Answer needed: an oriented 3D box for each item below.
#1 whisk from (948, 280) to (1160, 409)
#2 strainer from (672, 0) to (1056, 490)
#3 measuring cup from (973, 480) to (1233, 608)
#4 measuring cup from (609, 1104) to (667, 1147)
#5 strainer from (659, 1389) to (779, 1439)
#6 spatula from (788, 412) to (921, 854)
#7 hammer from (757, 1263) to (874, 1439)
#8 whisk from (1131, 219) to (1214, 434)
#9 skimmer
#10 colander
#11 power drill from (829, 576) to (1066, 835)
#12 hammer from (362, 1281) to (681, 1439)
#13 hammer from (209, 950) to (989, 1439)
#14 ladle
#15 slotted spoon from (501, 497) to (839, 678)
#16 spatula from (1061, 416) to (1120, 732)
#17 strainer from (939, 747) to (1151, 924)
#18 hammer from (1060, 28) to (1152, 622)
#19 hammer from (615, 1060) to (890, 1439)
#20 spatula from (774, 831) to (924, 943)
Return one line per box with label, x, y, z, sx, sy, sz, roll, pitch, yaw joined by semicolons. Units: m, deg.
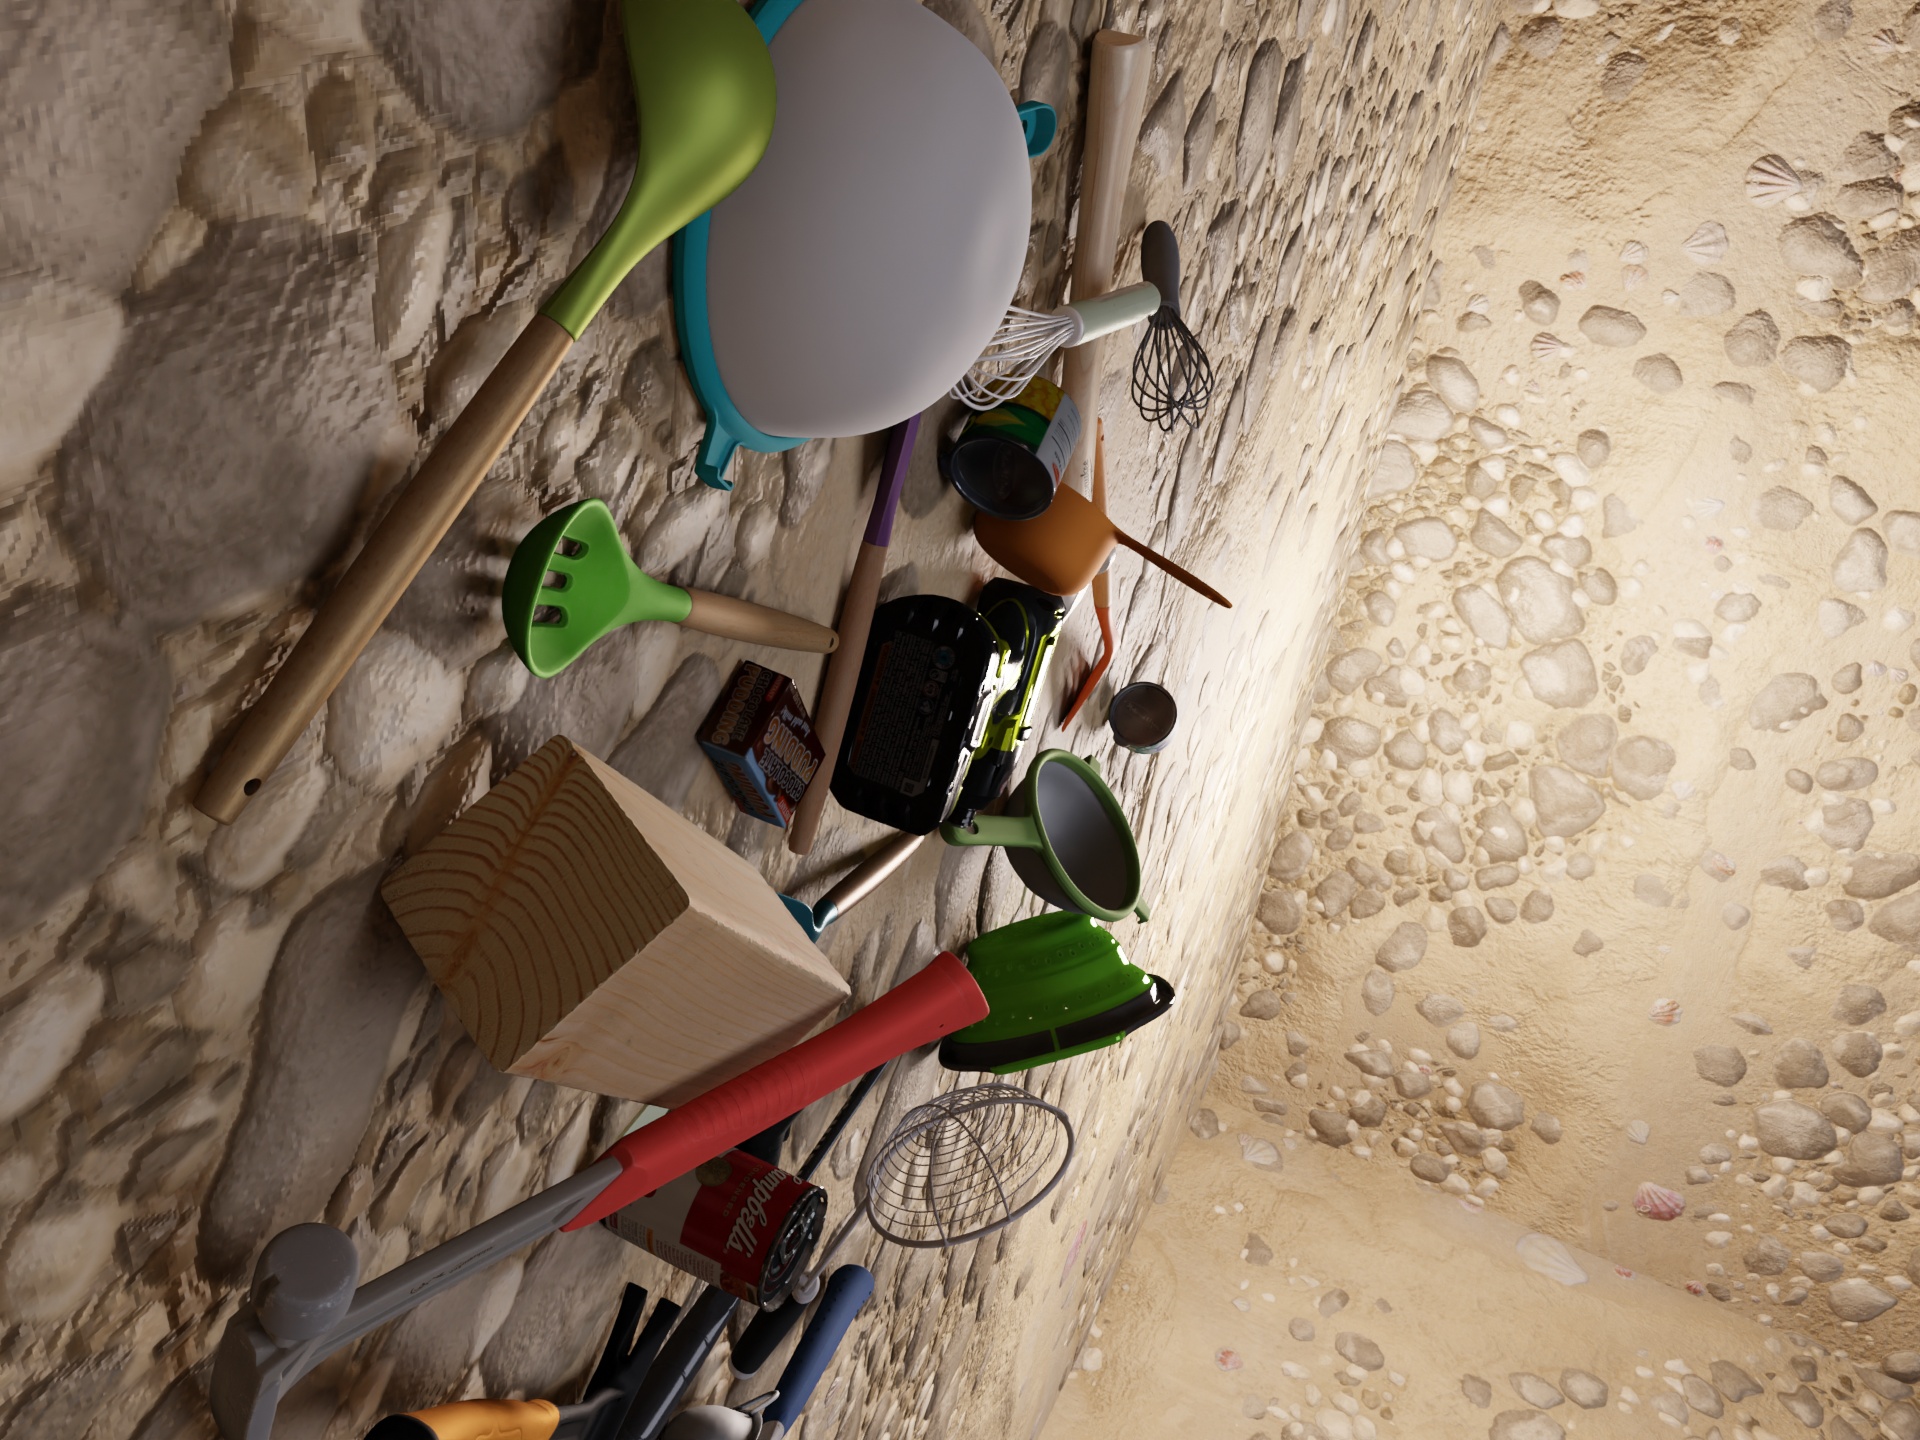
whisk;0.057;-0.230;0.932;0.246;0.058;0.059;-34;114;-51
strainer;0.001;-0.237;0.732;0.340;0.095;0.210;-46;149;-50
measuring cup;0.085;-0.096;0.999;0.052;0.174;0.095;-55;162;-6
measuring cup;-0.158;0.177;0.803;0.167;0.038;0.083;-54;147;6
strainer;-0.206;0.514;0.993;0.087;0.050;0.258;-25;-161;50
spatula;-0.052;-0.071;0.864;0.060;0.018;0.316;-99;-156;-73
hammer;-0.129;0.489;1.080;0.144;0.035;0.405;-46;179;18
whisk;0.140;-0.272;1.074;0.055;0.055;0.239;90;3;-46
skimmer;-0.052;0.345;0.999;0.363;0.090;0.127;-58;174;37
colander;0.073;0.214;1.407;0.397;0.204;0.094;-12;86;-87
power drill;-0.002;-0.003;1.002;0.223;0.080;0.171;-12;120;-73
hammer;-0.201;0.324;0.736;0.336;0.034;0.127;88;27;-69
hammer;-0.124;0.182;0.659;0.359;0.037;0.149;-20;149;-44
ladle;-0.155;-0.110;0.516;0.320;0.062;0.078;-59;160;-12
slotted spoon;-0.115;-0.047;0.703;0.313;0.031;0.070;6;102;-74
spatula;0.105;-0.115;1.285;0.081;0.041;0.322;-58;154;-35
strainer;0.048;0.099;1.261;0.256;0.069;0.152;8;59;-53
hammer;0.078;-0.238;1.056;0.146;0.038;0.410;-50;153;-44
hammer;-0.126;0.328;0.979;0.409;0.036;0.149;-54;-175;-32
spatula;-0.080;0.099;0.950;0.082;0.044;0.317;-59;172;16
